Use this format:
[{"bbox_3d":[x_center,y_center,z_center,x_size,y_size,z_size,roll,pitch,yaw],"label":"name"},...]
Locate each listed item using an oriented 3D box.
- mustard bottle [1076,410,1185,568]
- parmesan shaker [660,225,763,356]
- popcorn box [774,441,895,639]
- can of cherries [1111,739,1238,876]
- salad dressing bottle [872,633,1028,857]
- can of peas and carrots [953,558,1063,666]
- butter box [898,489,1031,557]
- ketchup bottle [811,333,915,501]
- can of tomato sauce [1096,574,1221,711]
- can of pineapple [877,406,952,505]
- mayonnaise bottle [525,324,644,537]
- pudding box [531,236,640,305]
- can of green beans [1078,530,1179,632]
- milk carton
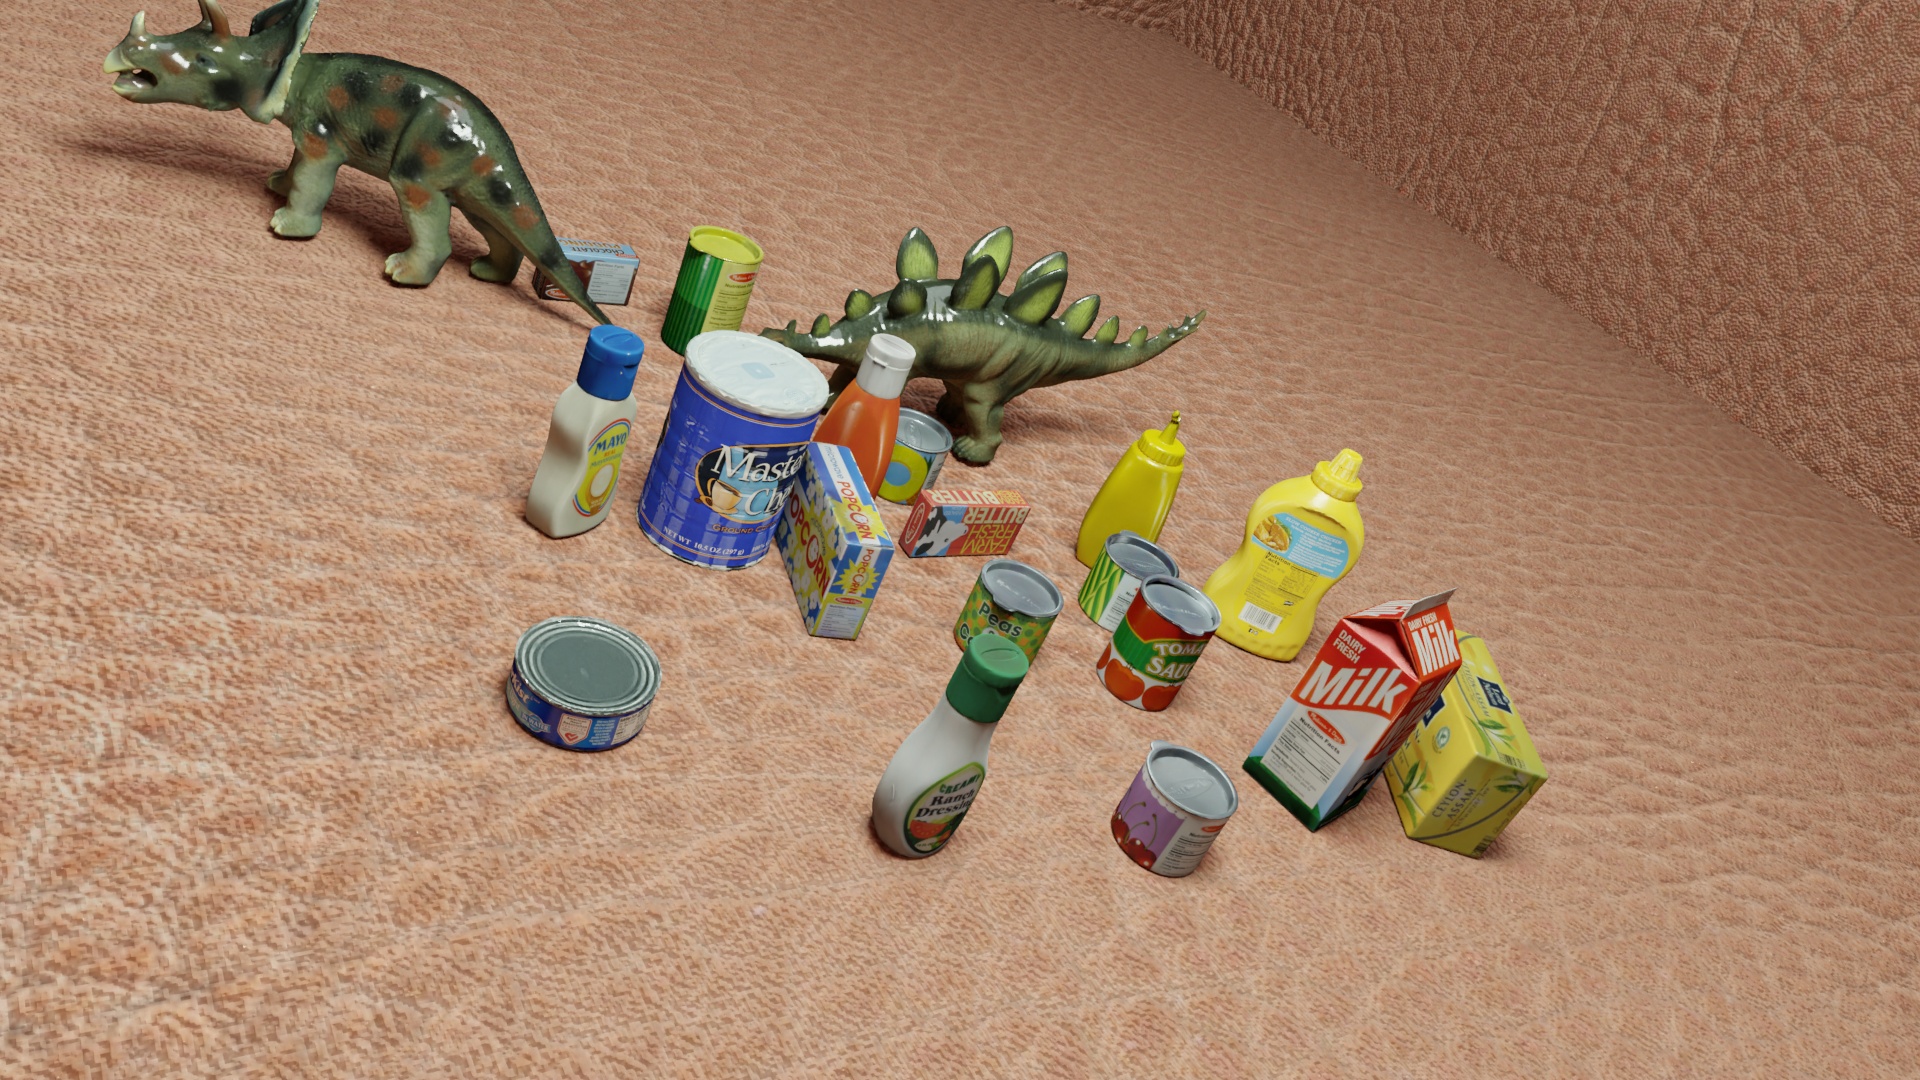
[{"bbox_3d":[0.153,-0.042,1.172,0.065,0.159,0.049,27,30,4],"label":"mustard bottle"},{"bbox_3d":[-0.223,-0.217,1.229,0.071,0.102,0.072,19,30,-11],"label":"parmesan shaker"},{"bbox_3d":[-0.094,-0.002,1.002,0.038,0.084,0.127,7,34,-28],"label":"popcorn box"},{"bbox_3d":[0.140,0.177,0.919,0.071,0.058,0.072,19,30,-11],"label":"can of cherries"},{"bbox_3d":[-0.005,0.120,0.812,0.064,0.147,0.044,-3,40,-39],"label":"salad dressing bottle"},{"bbox_3d":[0.034,0.057,1.030,0.071,0.058,0.071,19,30,-11],"label":"can of peas and carrots"},{"bbox_3d":[0.004,-0.014,1.125,0.104,0.053,0.024,-1,39,-38],"label":"butter box"},{"bbox_3d":[-0.078,-0.090,1.089,0.065,0.148,0.044,29,30,8],"label":"ketchup bottle"},{"bbox_3d":[0.150,0.079,1.056,0.071,0.082,0.071,19,30,-11],"label":"can of tomato sauce"},{"bbox_3d":[-0.049,-0.072,1.173,0.071,0.057,0.071,19,30,-11],"label":"can of pineapple"},{"bbox_3d":[-0.250,-0.073,0.938,0.041,0.147,0.065,34,31,15],"label":"mayonnaise bottle"},{"bbox_3d":[-0.333,-0.240,1.237,0.084,0.049,0.030,-3,40,-39],"label":"pudding box"},{"bbox_3d":[0.137,0.036,1.139,0.071,0.057,0.071,19,30,-11],"label":"can of green beans"},{"bbox_3d":[0.291,0.112,1.001,0.072,0.189,0.073,-11,46,-46],"label":"milk carton"}]
